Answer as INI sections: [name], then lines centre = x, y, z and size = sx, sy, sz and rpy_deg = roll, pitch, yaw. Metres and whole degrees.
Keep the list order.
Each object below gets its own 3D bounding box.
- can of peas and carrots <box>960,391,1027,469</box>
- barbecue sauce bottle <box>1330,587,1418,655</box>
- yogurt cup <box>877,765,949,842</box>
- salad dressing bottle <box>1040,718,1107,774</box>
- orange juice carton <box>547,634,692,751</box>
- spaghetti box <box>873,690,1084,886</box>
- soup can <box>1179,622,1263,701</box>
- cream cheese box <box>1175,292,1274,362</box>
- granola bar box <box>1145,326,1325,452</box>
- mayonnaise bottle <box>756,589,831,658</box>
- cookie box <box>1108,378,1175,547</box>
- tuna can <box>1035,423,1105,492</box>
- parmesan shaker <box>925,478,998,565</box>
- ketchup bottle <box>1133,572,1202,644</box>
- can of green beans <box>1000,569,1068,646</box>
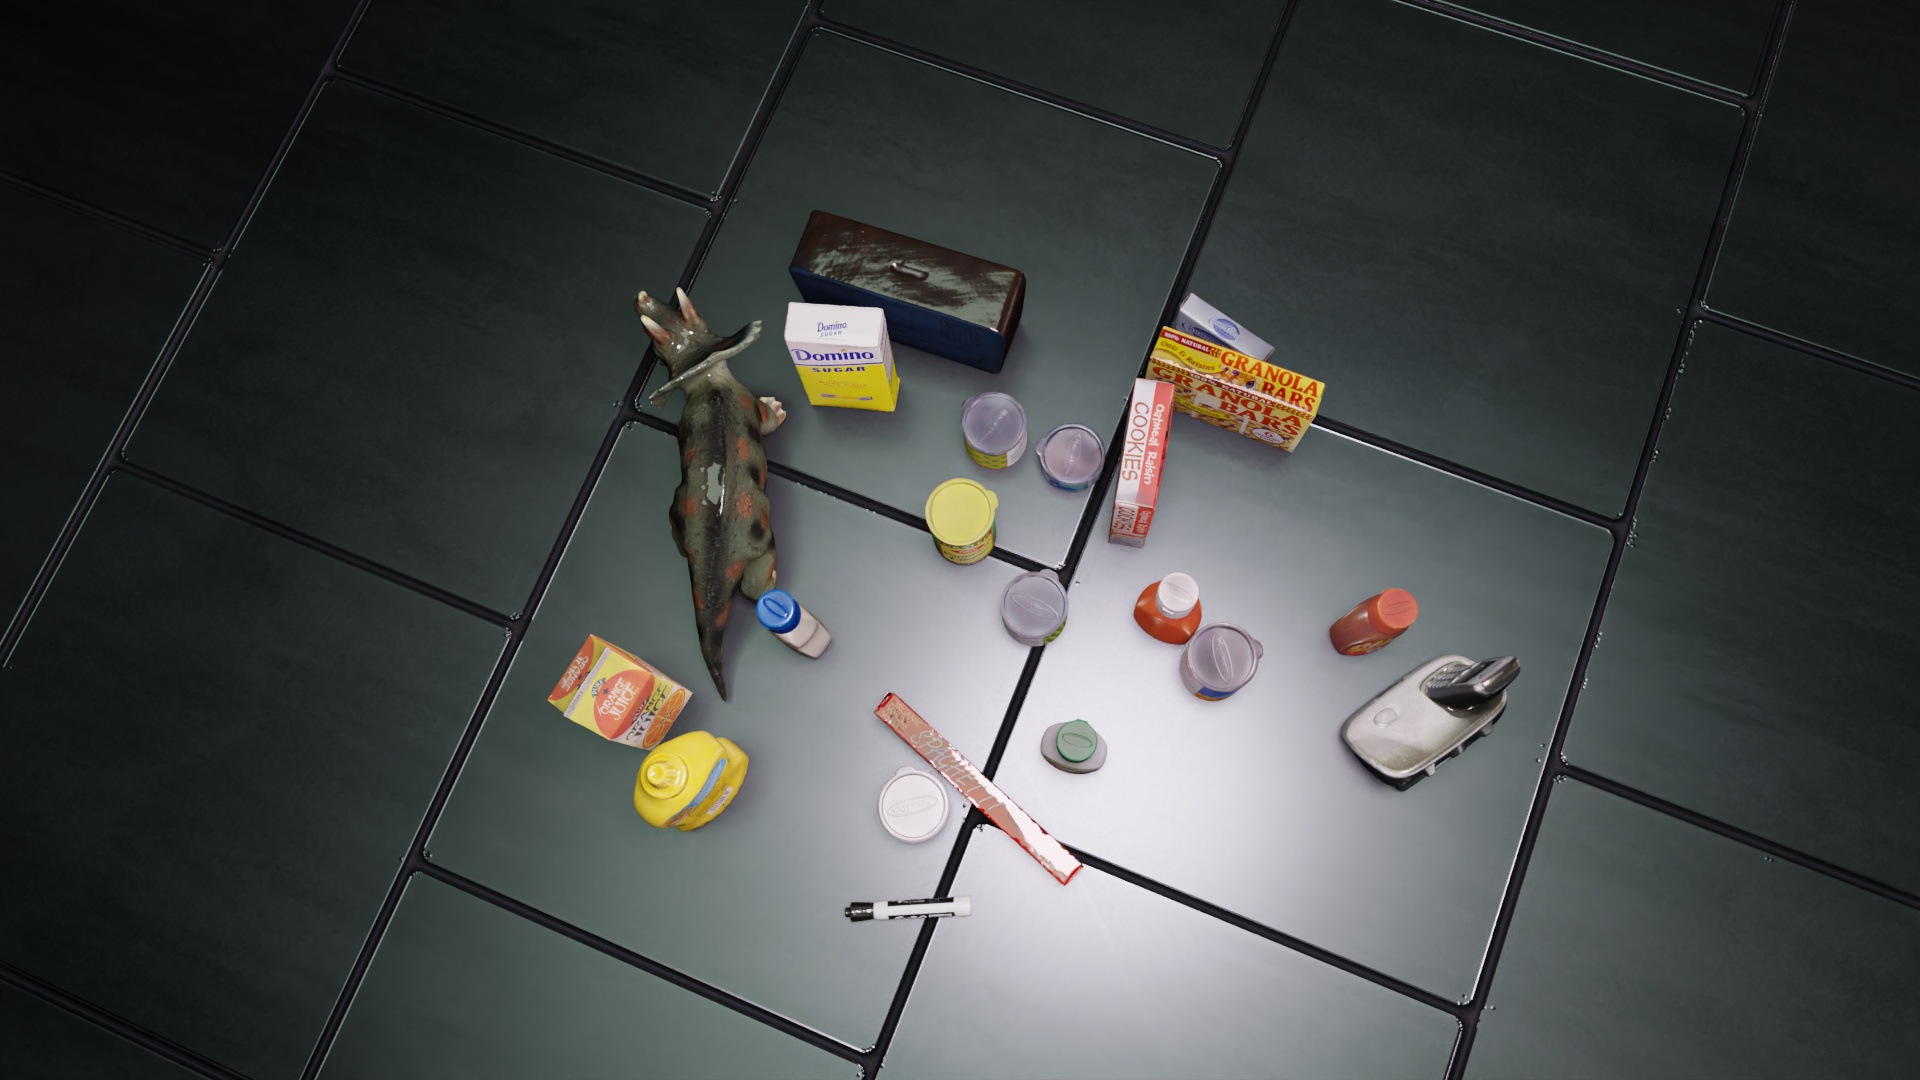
[can of peas and carrots]
centre = 0.033, -0.113, 1.418
size = 0.071, 0.058, 0.071
rpy_deg = -1, 77, 3
[barbecue sauce bottle]
centre = 0.393, 0.076, 1.307
size = 0.065, 0.148, 0.044
rpy_deg = -16, 77, 0
[yogurt cup]
centre = -0.043, 0.256, 1.337
size = 0.072, 0.054, 0.072
rpy_deg = -1, 77, 3
[salad dressing bottle]
centre = 0.106, 0.192, 1.296
size = 0.064, 0.147, 0.044
rpy_deg = 15, 79, 7
[orange juice carton]
centre = -0.323, 0.144, 1.308
size = 0.073, 0.192, 0.072
rpy_deg = 30, 81, 9
[spaghetti box]
centre = 0.016, 0.238, 1.340
size = 0.250, 0.050, 0.029
rpy_deg = 41, 82, 11
[soup can]
centre = 0.250, 0.118, 1.338
size = 0.071, 0.083, 0.071
rpy_deg = -1, 77, 3
[cream cheese box]
centre = 0.271, -0.209, 1.431
size = 0.104, 0.053, 0.024
rpy_deg = 36, 82, 10
[granola bar box]
centre = 0.268, -0.149, 1.380
size = 0.166, 0.124, 0.039
rpy_deg = 21, 79, 8
[mayonnaise bottle]
centre = -0.164, 0.078, 1.338
size = 0.065, 0.148, 0.041
rpy_deg = 36, 82, 10
[cookie box]
centre = 0.174, -0.071, 1.345
size = 0.040, 0.167, 0.123
rpy_deg = 9, 78, 5
[tuna can]
centre = 0.112, -0.085, 1.421
size = 0.071, 0.032, 0.071
rpy_deg = -1, 77, 3
[parmesan shaker]
centre = 0.005, -0.017, 1.374
size = 0.071, 0.103, 0.071
rpy_deg = -1, 77, 3
[ketchup bottle]
centre = 0.200, 0.063, 1.321
size = 0.065, 0.148, 0.043
rpy_deg = 29, 80, 9
[can of green beans]
centre = 0.073, 0.069, 1.373
size = 0.071, 0.057, 0.071
rpy_deg = -1, 77, 3
